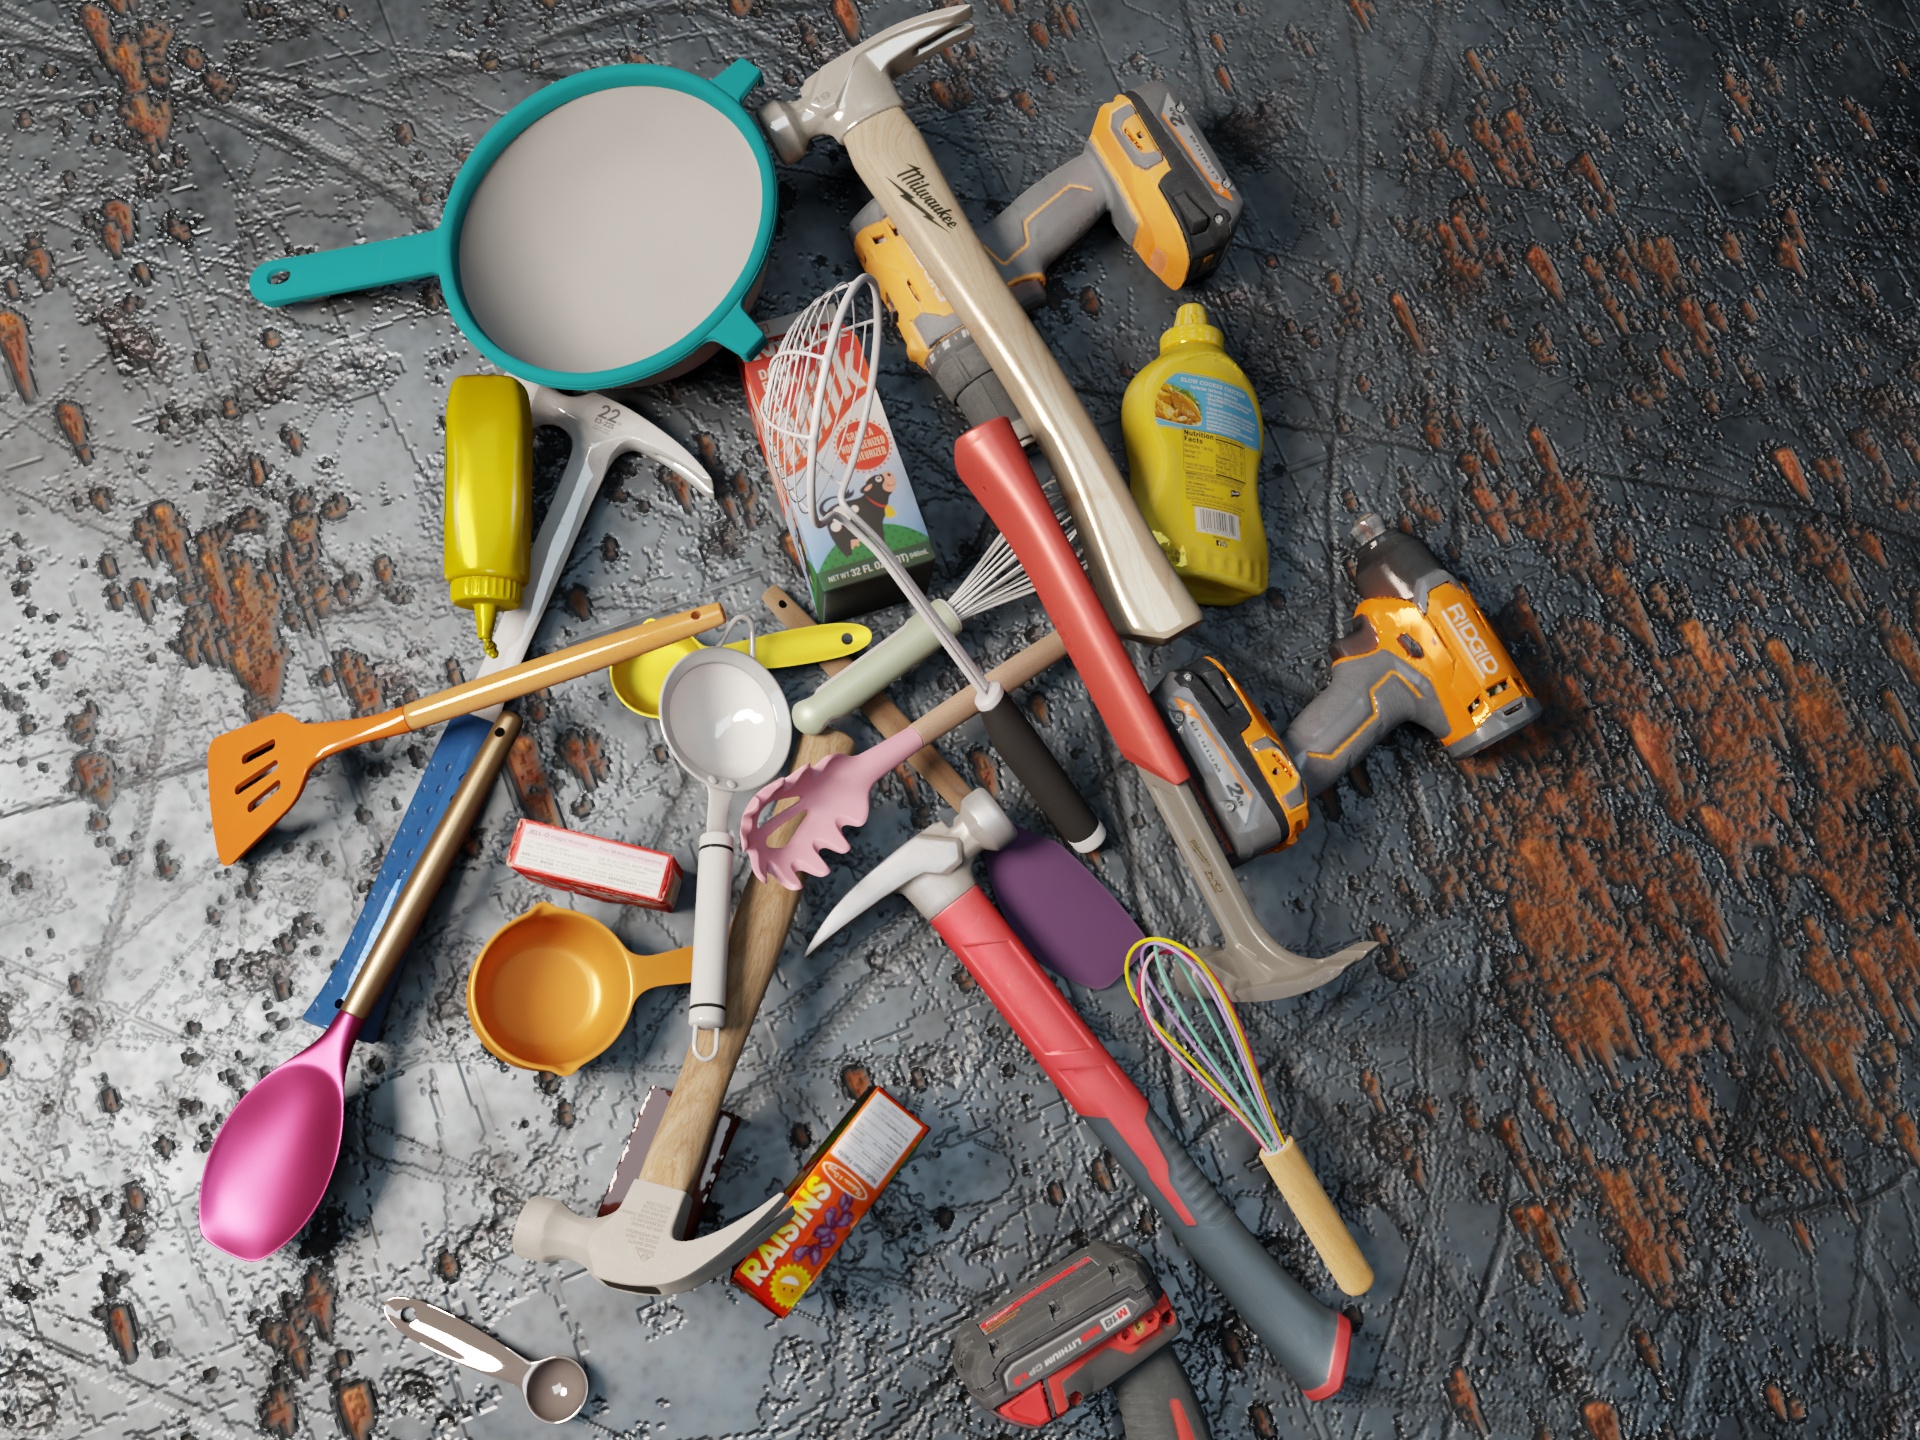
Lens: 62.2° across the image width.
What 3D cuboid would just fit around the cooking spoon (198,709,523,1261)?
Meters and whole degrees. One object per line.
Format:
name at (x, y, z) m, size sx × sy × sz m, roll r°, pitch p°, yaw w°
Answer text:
cooking spoon at (-0.318, 0.137, 0.868) m, size 0.069 × 0.017 × 0.319 m, roll 22°, pitch 76°, yaw 10°

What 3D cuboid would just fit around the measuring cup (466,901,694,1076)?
measuring cup at (-0.193, 0.147, 0.904) m, size 0.173 × 0.052 × 0.095 m, roll -6°, pitch 78°, yaw -27°

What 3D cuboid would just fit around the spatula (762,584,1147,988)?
spatula at (-0.012, 0.036, 0.959) m, size 0.060 × 0.018 × 0.316 m, roll -42°, pitch 85°, yaw -9°

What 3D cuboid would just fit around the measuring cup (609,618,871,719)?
measuring cup at (-0.131, -0.037, 0.957) m, size 0.156 × 0.029 × 0.062 m, roll -10°, pitch 86°, yaw -8°

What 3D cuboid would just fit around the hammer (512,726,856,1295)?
hammer at (-0.119, 0.146, 0.871) m, size 0.130 × 0.031 × 0.331 m, roll 11°, pitch 59°, yaw 13°

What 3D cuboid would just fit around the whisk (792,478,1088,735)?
whisk at (-0.001, -0.069, 0.959) m, size 0.246 × 0.058 × 0.059 m, roll -37°, pitch 87°, yaw -15°

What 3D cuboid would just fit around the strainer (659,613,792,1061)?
strainer at (-0.137, 0.062, 0.884) m, size 0.086 × 0.050 × 0.259 m, roll 18°, pitch 57°, yaw -33°

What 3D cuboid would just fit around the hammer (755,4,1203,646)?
hammer at (0.036, -0.232, 0.950) m, size 0.146 × 0.038 × 0.411 m, roll -30°, pitch 82°, yaw 1°

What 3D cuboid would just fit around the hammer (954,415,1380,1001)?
hammer at (0.098, -0.009, 0.890) m, size 0.036 × 0.149 × 0.359 m, roll -27°, pitch 89°, yaw -31°

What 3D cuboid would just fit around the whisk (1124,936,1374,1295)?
whisk at (0.165, 0.224, 0.901) m, size 0.047 × 0.051 × 0.245 m, roll -31°, pitch 98°, yaw 7°

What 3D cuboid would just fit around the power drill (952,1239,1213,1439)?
power drill at (0.079, 0.420, 0.850) m, size 0.188 × 0.080 × 0.227 m, roll -29°, pitch 84°, yaw -11°

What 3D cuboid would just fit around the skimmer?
skimmer at (0.008, -0.066, 0.864) m, size 0.363 × 0.090 × 0.127 m, roll 54°, pitch 32°, yaw -27°

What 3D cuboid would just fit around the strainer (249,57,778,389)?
strainer at (-0.262, -0.275, 0.982) m, size 0.340 × 0.095 × 0.211 m, roll -6°, pitch 75°, yaw 12°

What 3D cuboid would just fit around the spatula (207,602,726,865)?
spatula at (-0.283, -0.007, 0.895) m, size 0.322 × 0.041 × 0.081 m, roll -18°, pitch 68°, yaw 2°

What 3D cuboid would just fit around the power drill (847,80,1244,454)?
power drill at (0.066, -0.284, 1.013) m, size 0.226 × 0.084 × 0.185 m, roll -27°, pitch 81°, yaw -7°

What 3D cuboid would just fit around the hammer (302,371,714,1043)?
hammer at (-0.274, -0.009, 0.935) m, size 0.144 × 0.035 × 0.406 m, roll 20°, pitch 76°, yaw -1°

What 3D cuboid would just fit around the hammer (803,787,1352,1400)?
hammer at (0.076, 0.232, 0.908) m, size 0.143 × 0.038 × 0.386 m, roll -38°, pitch 85°, yaw -4°

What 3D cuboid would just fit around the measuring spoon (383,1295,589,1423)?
measuring spoon at (-0.258, 0.344, 0.867) m, size 0.124 × 0.018 × 0.034 m, roll 23°, pitch 76°, yaw 7°

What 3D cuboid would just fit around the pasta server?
pasta server at (-0.001, -0.003, 0.929) m, size 0.316 × 0.040 × 0.060 m, roll -33°, pitch 110°, yaw -25°

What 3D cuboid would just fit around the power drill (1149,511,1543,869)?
power drill at (0.221, -0.023, 0.967) m, size 0.226 × 0.084 × 0.164 m, roll -26°, pitch 80°, yaw -15°
